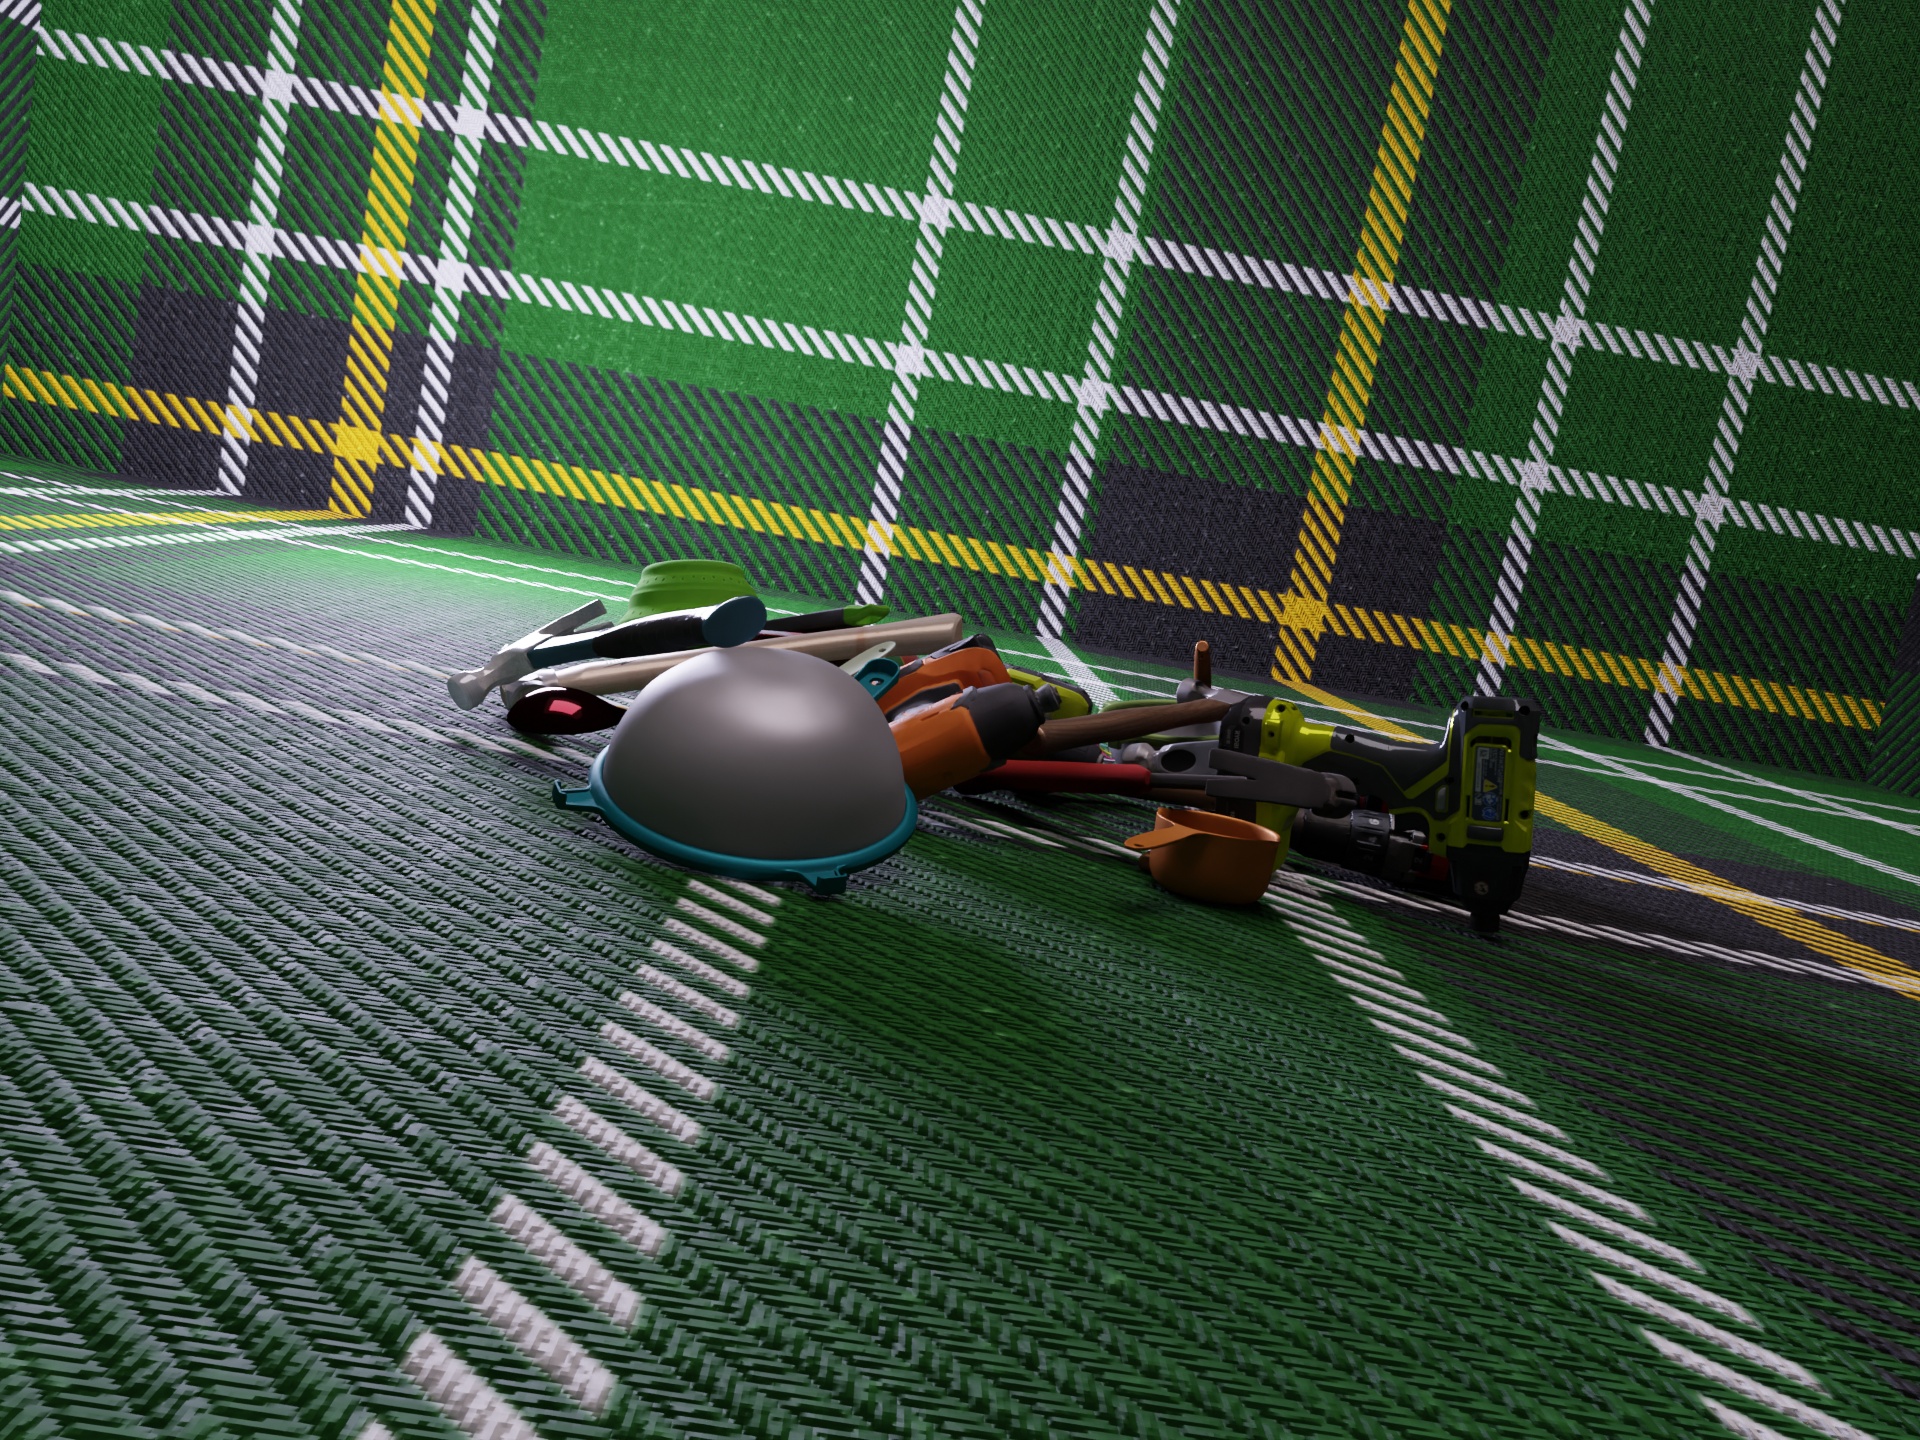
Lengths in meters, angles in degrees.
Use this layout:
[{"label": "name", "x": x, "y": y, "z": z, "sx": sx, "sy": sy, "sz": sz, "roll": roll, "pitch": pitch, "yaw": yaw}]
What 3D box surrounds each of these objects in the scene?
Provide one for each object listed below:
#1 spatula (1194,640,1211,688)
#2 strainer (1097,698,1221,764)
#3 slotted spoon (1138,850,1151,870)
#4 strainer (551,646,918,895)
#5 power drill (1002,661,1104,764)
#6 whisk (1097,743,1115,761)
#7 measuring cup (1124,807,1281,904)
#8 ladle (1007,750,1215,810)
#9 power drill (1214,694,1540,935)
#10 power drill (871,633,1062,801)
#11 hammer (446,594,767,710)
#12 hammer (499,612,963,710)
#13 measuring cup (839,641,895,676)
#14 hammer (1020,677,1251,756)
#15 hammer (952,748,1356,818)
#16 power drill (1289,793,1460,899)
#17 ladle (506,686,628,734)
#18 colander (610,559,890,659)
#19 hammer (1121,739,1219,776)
[{"label": "spatula", "x": 0.255, "y": -0.029, "z": 1.663, "sx": 0.081, "sy": 0.041, "sz": 0.322, "roll": 11, "pitch": -16, "yaw": 12}, {"label": "strainer", "x": 0.259, "y": 0.032, "z": 1.556, "sx": 0.256, "sy": 0.069, "sz": 0.151, "roll": 4, "pitch": 15, "yaw": 2}, {"label": "slotted spoon", "x": 0.211, "y": 0.094, "z": 1.290, "sx": 0.070, "sy": 0.031, "sz": 0.313, "roll": 13, "pitch": 10, "yaw": 28}, {"label": "strainer", "x": -0.104, "y": -0.012, "z": 1.062, "sx": 0.211, "sy": 0.095, "sz": 0.340, "roll": 16, "pitch": 25, "yaw": 13}, {"label": "power drill", "x": 0.060, "y": 0.004, "z": 1.570, "sx": 0.190, "sy": 0.080, "sz": 0.228, "roll": 17, "pitch": 11, "yaw": 11}, {"label": "whisk", "x": 0.213, "y": 0.042, "z": 1.642, "sx": 0.051, "sy": 0.047, "sz": 0.245, "roll": -12, "pitch": 24, "yaw": -39}, {"label": "measuring cup", "x": 0.153, "y": 0.099, "z": 1.084, "sx": 0.095, "sy": 0.052, "sz": 0.173, "roll": 15, "pitch": 11, "yaw": 33}, {"label": "ladle", "x": 0.164, "y": 0.051, "z": 1.440, "sx": 0.320, "sy": 0.062, "sz": 0.078, "roll": 9, "pitch": 10, "yaw": -27}, {"label": "power drill", "x": 0.308, "y": 0.063, "z": 1.180, "sx": 0.223, "sy": 0.171, "sz": 0.080, "roll": 4, "pitch": 4, "yaw": 26}, {"label": "power drill", "x": -0.002, "y": -0.004, "z": 1.256, "sx": 0.164, "sy": 0.084, "sz": 0.226, "roll": -23, "pitch": 11, "yaw": 5}, {"label": "hammer", "x": -0.253, "y": -0.058, "z": 1.168, "sx": 0.331, "sy": 0.033, "sz": 0.128, "roll": -4, "pitch": 27, "yaw": 48}, {"label": "hammer", "x": -0.195, "y": -0.058, "z": 1.399, "sx": 0.410, "sy": 0.038, "sz": 0.146, "roll": -9, "pitch": 21, "yaw": -21}, {"label": "measuring cup", "x": -0.112, "y": -0.015, "z": 1.353, "sx": 0.083, "sy": 0.038, "sz": 0.167, "roll": 19, "pitch": 42, "yaw": 40}, {"label": "hammer", "x": 0.169, "y": 0.001, "z": 1.424, "sx": 0.130, "sy": 0.031, "sz": 0.331, "roll": 16, "pitch": 17, "yaw": 40}, {"label": "hammer", "x": 0.108, "y": 0.043, "z": 1.193, "sx": 0.149, "sy": 0.037, "sz": 0.359, "roll": 11, "pitch": -7, "yaw": -39}, {"label": "power drill", "x": 0.365, "y": 0.091, "z": 1.348, "sx": 0.188, "sy": 0.080, "sz": 0.227, "roll": 11, "pitch": 10, "yaw": 8}, {"label": "ladle", "x": -0.194, "y": 0.006, "z": 1.216, "sx": 0.315, "sy": 0.031, "sz": 0.069, "roll": 9, "pitch": 16, "yaw": -40}, {"label": "colander", "x": -0.228, "y": -0.128, "z": 1.680, "sx": 0.397, "sy": 0.094, "sz": 0.204, "roll": -5, "pitch": -6, "yaw": 40}, {"label": "hammer", "x": 0.304, "y": 0.050, "z": 1.445, "sx": 0.143, "sy": 0.038, "sz": 0.386, "roll": -5, "pitch": -9, "yaw": 36}]
